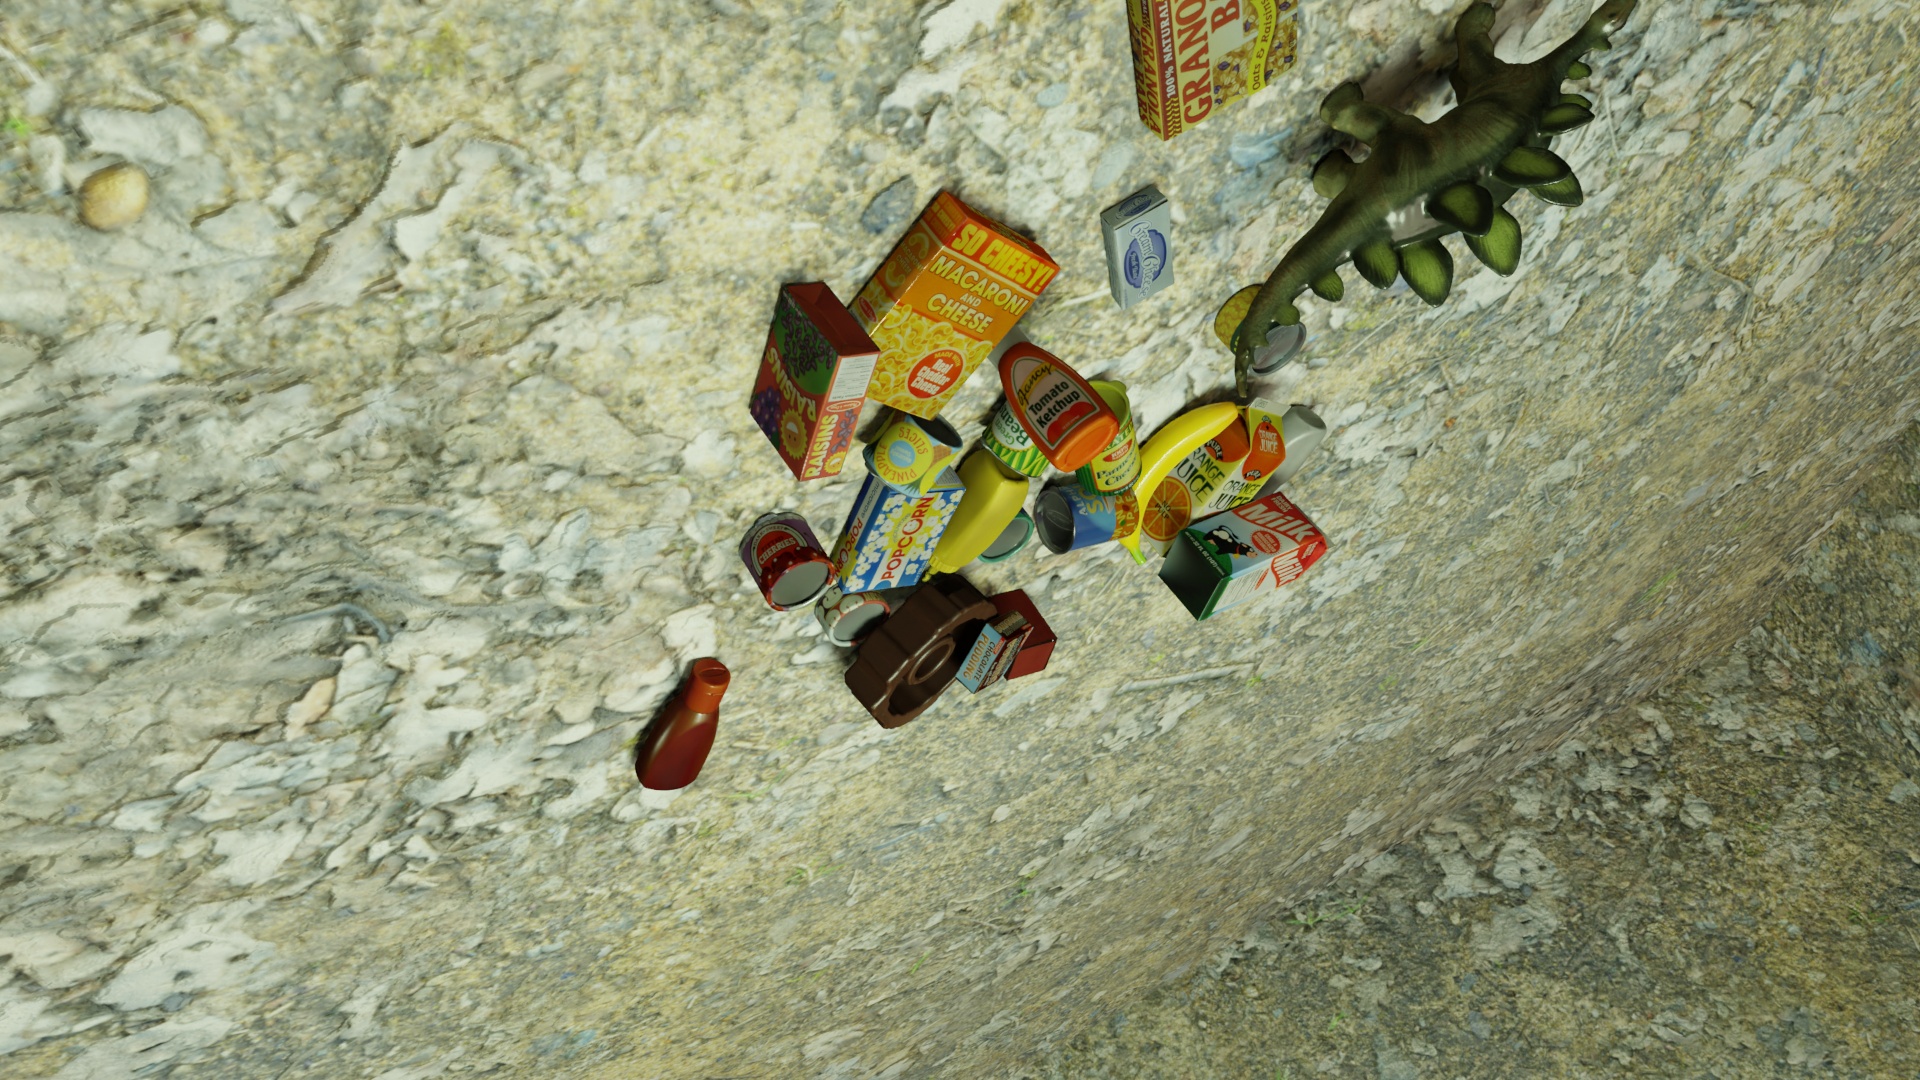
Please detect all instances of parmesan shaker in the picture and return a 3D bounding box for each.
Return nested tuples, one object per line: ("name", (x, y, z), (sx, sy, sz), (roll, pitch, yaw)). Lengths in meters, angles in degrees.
("parmesan shaker", (0.135, -0.096, 1.305), (0.071, 0.071, 0.102), (-32, 147, -4))

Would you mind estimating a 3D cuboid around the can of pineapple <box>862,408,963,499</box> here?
("can of pineapple", (-0.040, -0.077, 1.169), (0.071, 0.071, 0.057), (13, 123, -49))

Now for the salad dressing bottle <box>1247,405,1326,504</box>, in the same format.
("salad dressing bottle", (0.344, -0.080, 1.534), (0.064, 0.044, 0.147), (-3, 137, -42))

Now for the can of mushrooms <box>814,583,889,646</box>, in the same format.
("can of mushrooms", (-0.101, 0.067, 1.332), (0.071, 0.033, 0.070), (-23, 145, -17))

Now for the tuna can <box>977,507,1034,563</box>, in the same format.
("tuna can", (0.038, -0.010, 1.357), (0.071, 0.033, 0.070), (-23, 145, -17))

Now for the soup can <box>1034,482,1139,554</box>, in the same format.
("soup can", (0.127, -0.029, 1.384), (0.084, 0.071, 0.071), (-14, 142, -30))

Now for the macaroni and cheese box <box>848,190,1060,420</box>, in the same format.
("macaroni and cheese box", (-0.019, -0.179, 1.084), (0.166, 0.040, 0.124), (-48, 145, 20))

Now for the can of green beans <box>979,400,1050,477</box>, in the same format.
("can of green beans", (0.062, -0.099, 1.235), (0.071, 0.071, 0.057), (9, 127, -47))

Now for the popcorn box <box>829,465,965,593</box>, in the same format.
("popcorn box", (-0.059, -0.012, 1.264), (0.085, 0.038, 0.126), (-6, 137, -39))

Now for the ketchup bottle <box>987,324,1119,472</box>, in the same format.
("ketchup bottle", (0.065, -0.124, 1.128), (0.064, 0.149, 0.043), (-39, 147, 6))

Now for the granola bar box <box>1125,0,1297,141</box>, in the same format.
("granola bar box", (0.183, -0.385, 1.002), (0.124, 0.039, 0.164), (-31, 147, -6))

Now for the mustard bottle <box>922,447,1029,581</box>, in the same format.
("mustard bottle", (0.005, -0.016, 1.296), (0.049, 0.065, 0.159), (3, 137, -37))

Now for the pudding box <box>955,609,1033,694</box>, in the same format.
("pudding box", (0.034, 0.113, 1.412), (0.050, 0.030, 0.083), (-23, 150, -49))

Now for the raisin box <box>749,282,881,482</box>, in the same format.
("raisin box", (-0.111, -0.117, 1.037), (0.040, 0.086, 0.122), (-14, 142, -37))

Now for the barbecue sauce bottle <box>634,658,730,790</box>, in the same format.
("barbecue sauce bottle", (-0.259, 0.176, 1.320), (0.065, 0.044, 0.147), (-3, 135, -40))

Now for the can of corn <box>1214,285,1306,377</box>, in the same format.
("can of corn", (0.281, -0.198, 1.311), (0.071, 0.058, 0.070), (-23, 146, -17))

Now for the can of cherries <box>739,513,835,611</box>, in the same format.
("can of cherries", (-0.151, 0.018, 1.201), (0.072, 0.058, 0.071), (-24, 146, -17))

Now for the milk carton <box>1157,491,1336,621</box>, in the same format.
("milk carton", (0.307, 0.010, 1.455), (0.191, 0.072, 0.073), (-19, 146, -30))

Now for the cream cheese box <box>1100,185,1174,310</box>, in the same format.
("cream cheese box", (0.150, -0.244, 1.167), (0.053, 0.024, 0.103), (-31, 147, -8))

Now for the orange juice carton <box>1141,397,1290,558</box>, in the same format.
("orange juice carton", (0.266, -0.072, 1.445), (0.072, 0.073, 0.192), (6, 130, -47))
